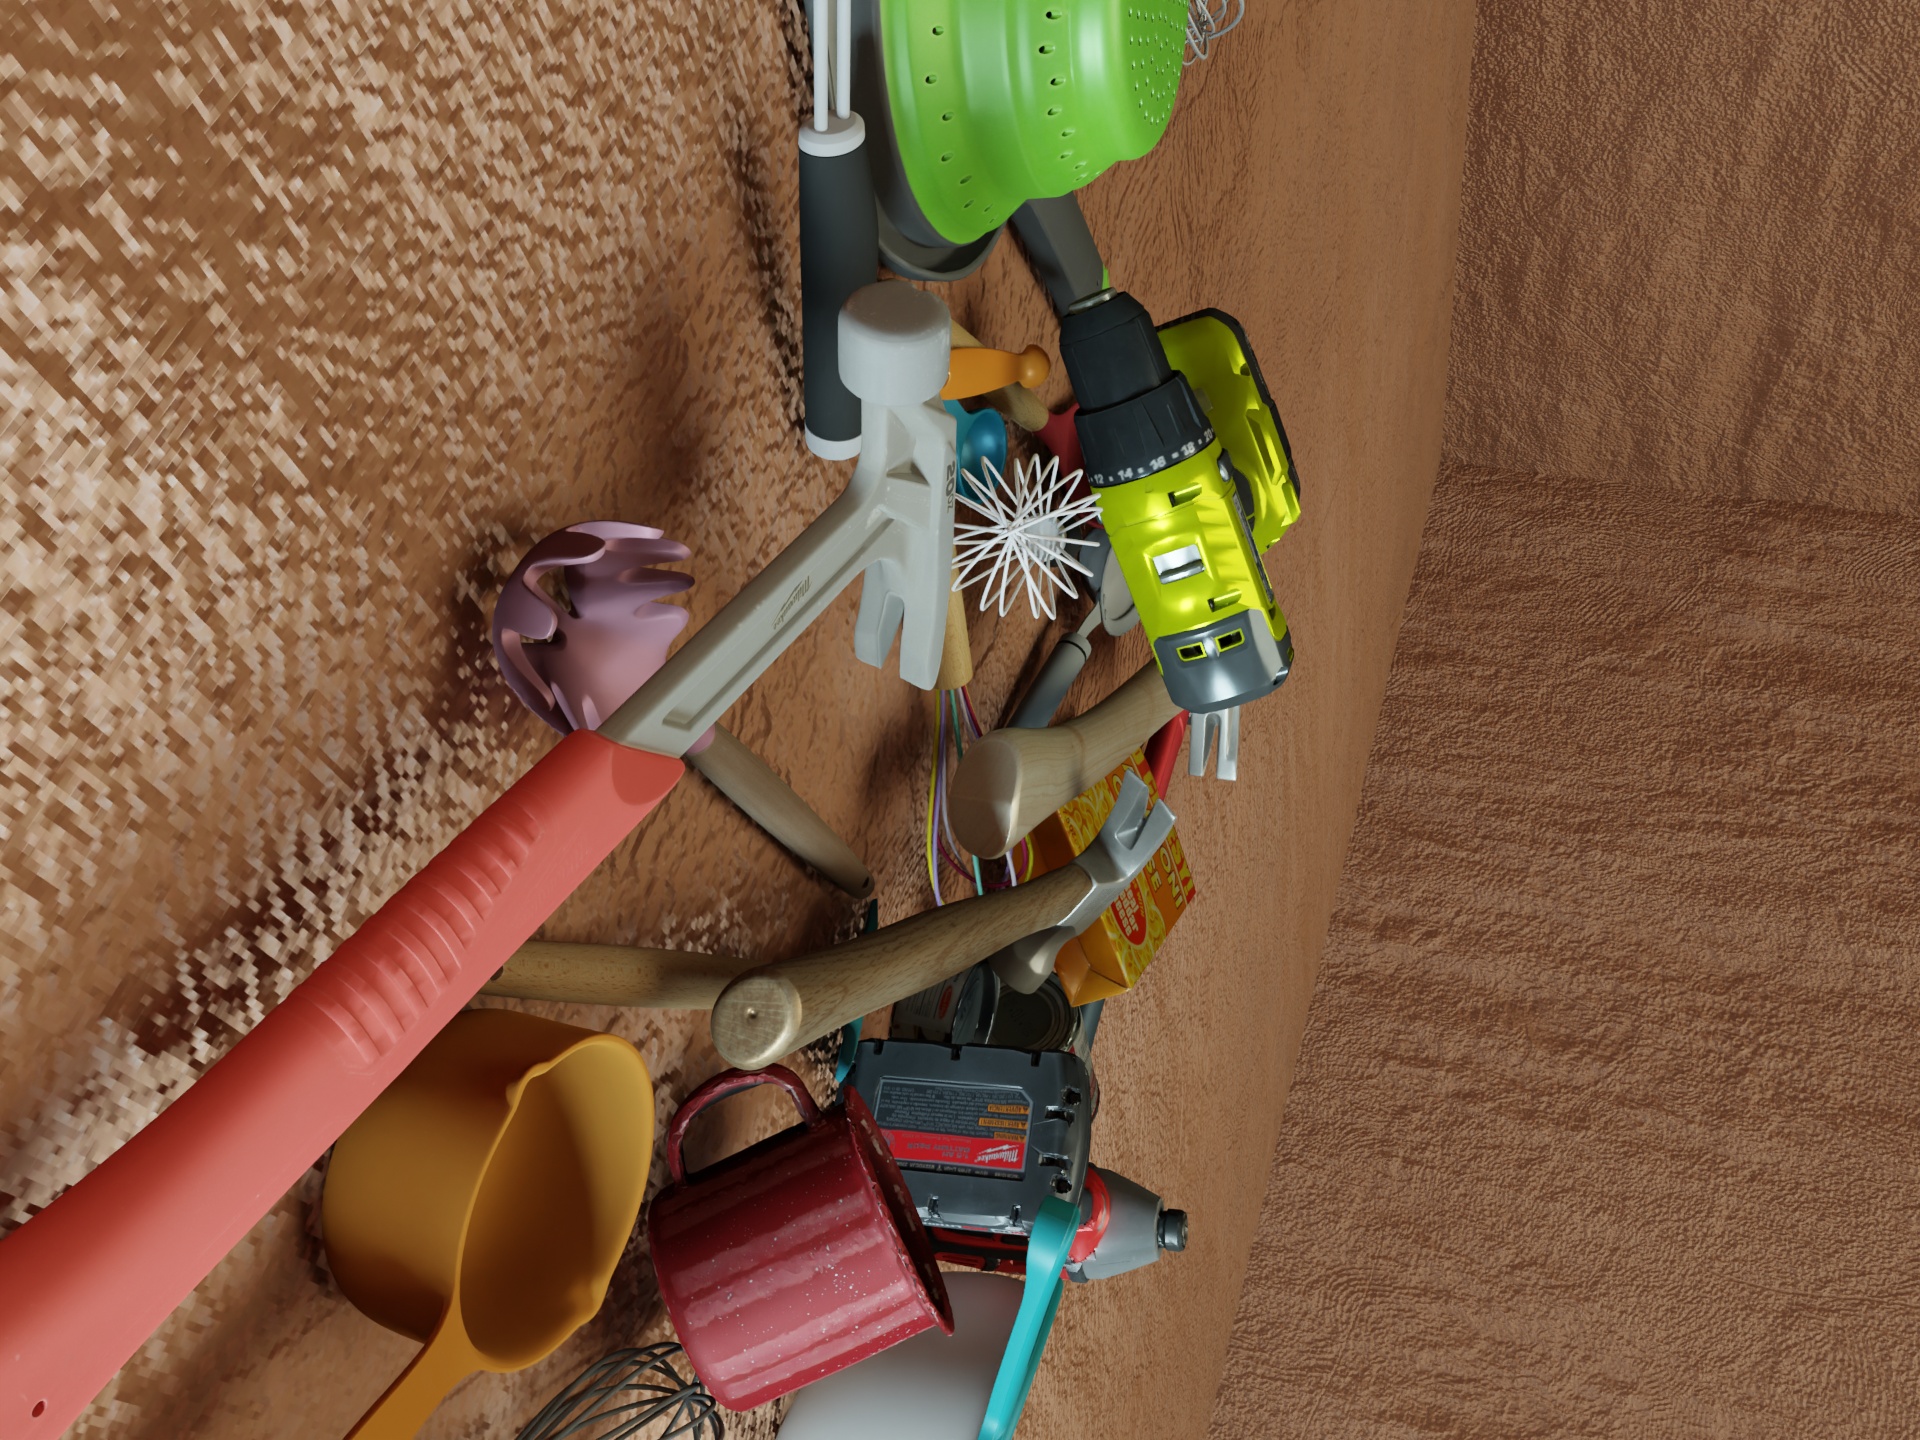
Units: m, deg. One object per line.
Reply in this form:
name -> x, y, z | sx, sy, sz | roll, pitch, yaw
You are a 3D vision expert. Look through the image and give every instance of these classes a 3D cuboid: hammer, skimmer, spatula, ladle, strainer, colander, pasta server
hammer -> 0.089, 0.008, 0.846 | 0.410, 0.038, 0.146 | -29, 122, -63
skimmer -> -0.056, -0.237, 0.455 | 0.127, 0.090, 0.363 | -35, 150, -29
spatula -> -0.086, 0.094, 0.567 | 0.317, 0.044, 0.082 | 27, 74, -65
ladle -> 0.028, -0.149, 0.751 | 0.315, 0.031, 0.069 | 14, 76, -69
hammer -> -0.103, 0.037, 0.388 | 0.359, 0.037, 0.149 | -51, 157, -37
strainer -> 0.064, -0.046, 0.886 | 0.258, 0.050, 0.086 | -57, 151, -35
hammer -> 0.109, 0.101, 1.091 | 0.143, 0.038, 0.386 | 66, 39, -56
colander -> 0.051, -0.247, 0.655 | 0.396, 0.094, 0.204 | 34, 65, -70
hammer -> 0.004, 0.083, 0.632 | 0.130, 0.031, 0.331 | -50, 163, 17
pasta server -> -0.074, 0.017, 0.538 | 0.060, 0.040, 0.316 | -60, 158, -12
strainer -> -0.024, 0.285, 0.667 | 0.211, 0.095, 0.340 | -59, 165, -47

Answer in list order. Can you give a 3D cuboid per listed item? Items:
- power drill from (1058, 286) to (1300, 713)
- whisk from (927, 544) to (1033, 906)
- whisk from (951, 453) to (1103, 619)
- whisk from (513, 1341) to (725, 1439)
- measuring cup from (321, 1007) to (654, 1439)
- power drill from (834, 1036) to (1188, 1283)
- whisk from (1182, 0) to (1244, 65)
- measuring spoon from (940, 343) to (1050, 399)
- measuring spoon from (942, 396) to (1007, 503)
power drill -> 0.109, -0.130, 0.782 | 0.190, 0.080, 0.229 | 66, 20, -17
whisk -> 0.001, -0.003, 0.728 | 0.051, 0.047, 0.244 | -76, 162, -54
whisk -> 0.033, -0.082, 0.714 | 0.284, 0.070, 0.070 | -42, 140, -81
whisk -> -0.140, 0.230, 0.461 | 0.238, 0.055, 0.055 | 16, 85, -66
measuring cup -> -0.143, 0.143, 0.391 | 0.174, 0.052, 0.095 | -53, 148, -48
power drill -> 0.028, 0.226, 0.773 | 0.219, 0.143, 0.079 | 62, 33, -58
whisk -> 0.084, -0.386, 0.754 | 0.246, 0.059, 0.058 | 17, 72, -66
measuring spoon -> 0.013, -0.147, 0.671 | 0.117, 0.011, 0.021 | -28, 127, -60
measuring spoon -> -0.016, -0.131, 0.662 | 0.128, 0.021, 0.042 | 37, 70, -58
